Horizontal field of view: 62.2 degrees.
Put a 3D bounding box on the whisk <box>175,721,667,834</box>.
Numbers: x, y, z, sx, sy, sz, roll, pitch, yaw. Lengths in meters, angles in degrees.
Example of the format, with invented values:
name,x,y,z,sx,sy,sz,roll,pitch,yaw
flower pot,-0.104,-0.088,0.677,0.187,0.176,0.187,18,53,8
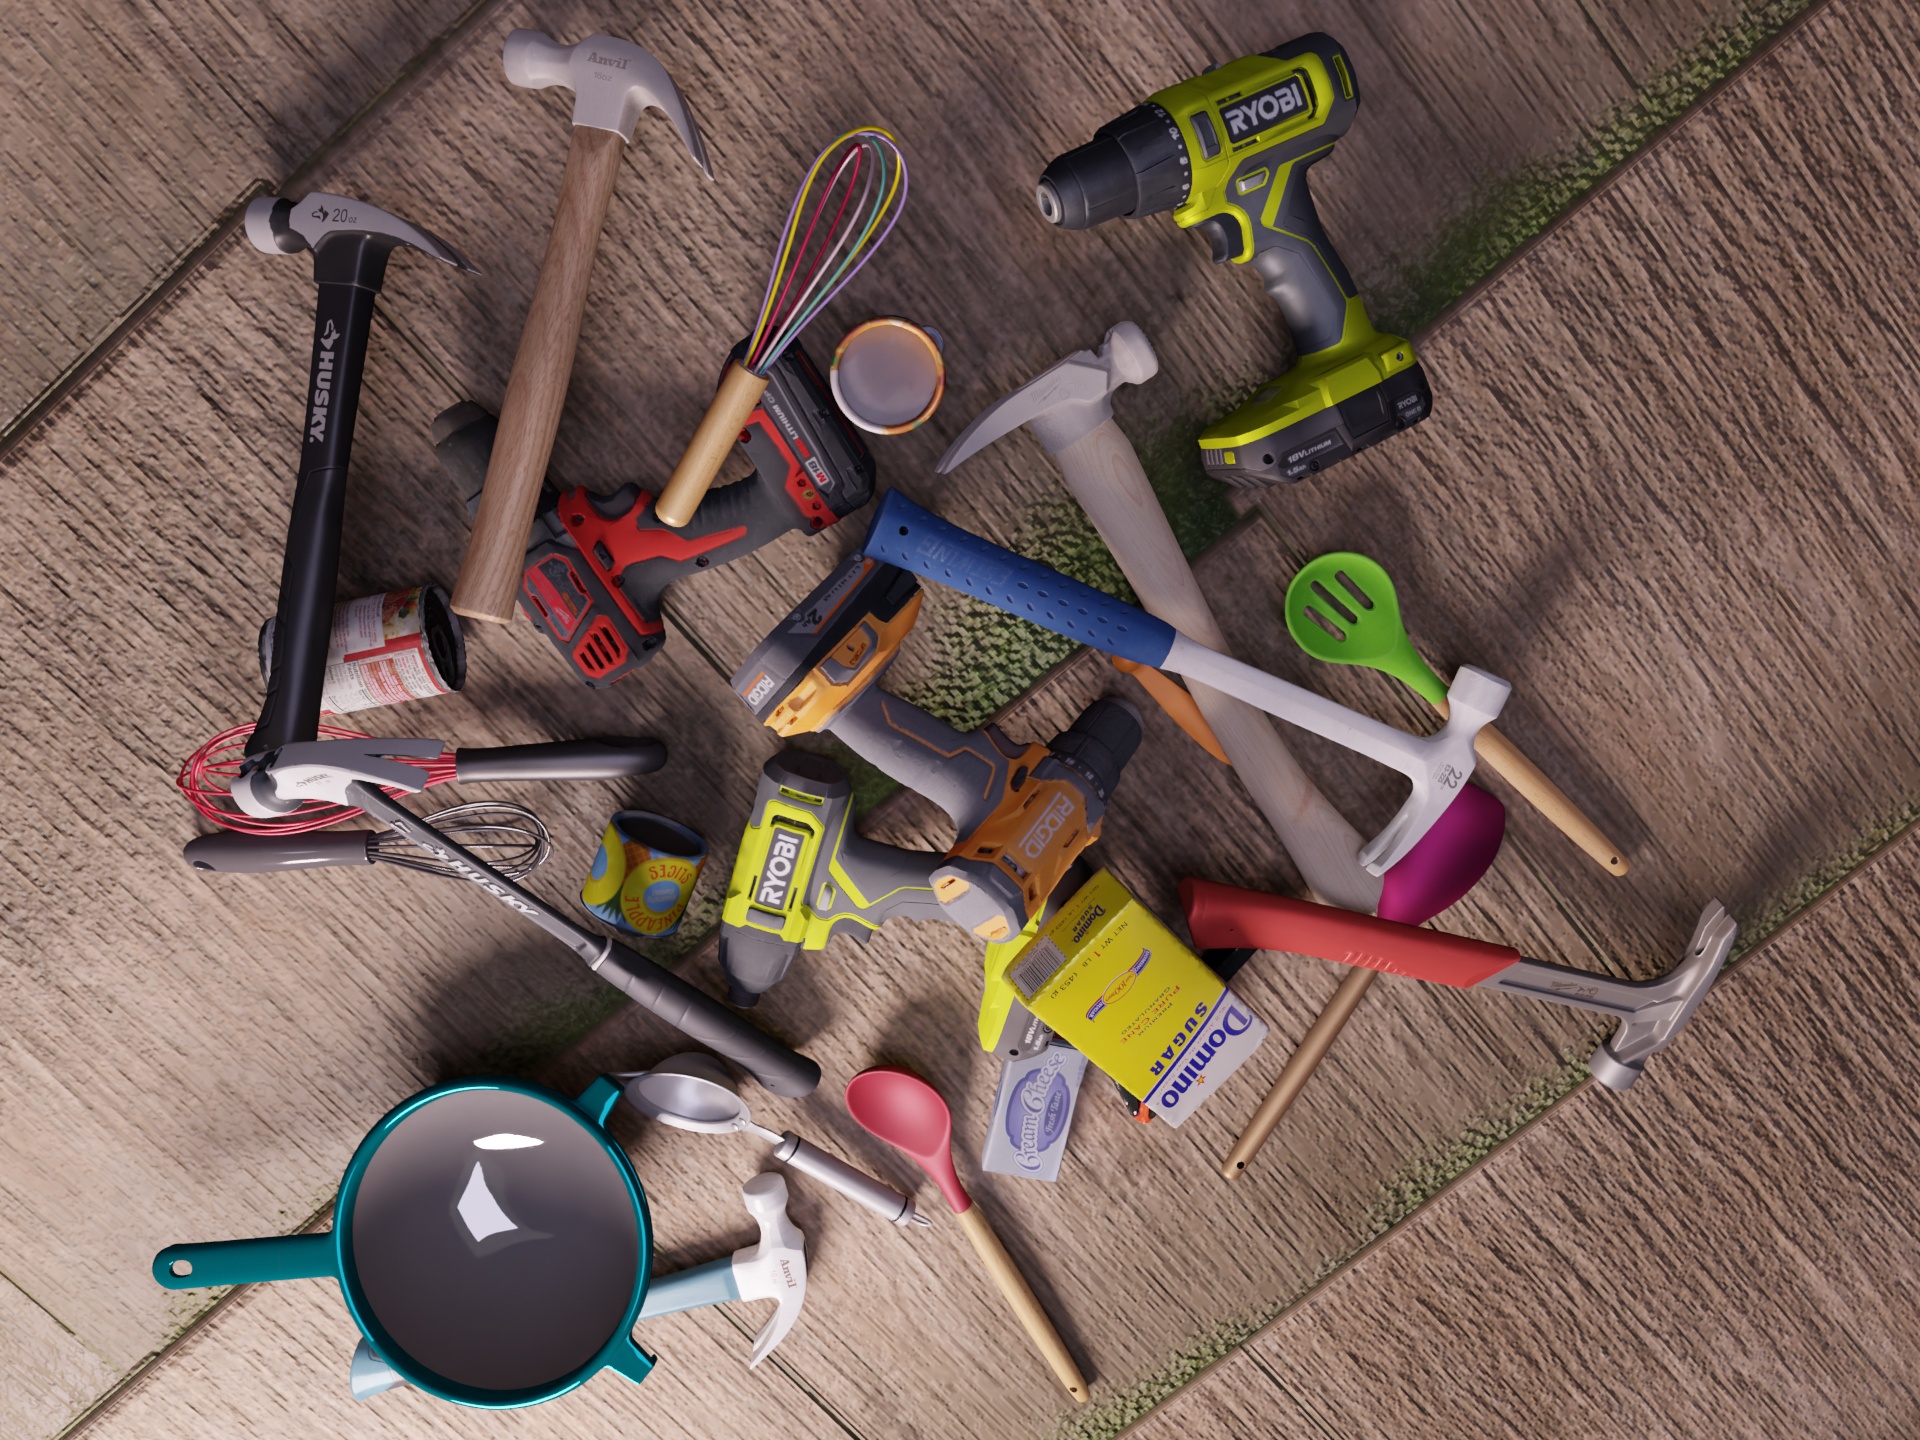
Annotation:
name,x,y,z,sx,sy,sz,roll,pitch,yaw
whisk,-0.332,0.030,0.991,0.296,0.073,0.073,-3,105,-7

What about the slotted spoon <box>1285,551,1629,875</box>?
name,x,y,z,sx,sy,sz,roll,pitch,yaw
slotted spoon,0.325,0.002,1.026,0.313,0.031,0.070,40,100,-13

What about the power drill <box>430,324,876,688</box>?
name,x,y,z,sx,sy,sz,roll,pitch,yaw
power drill,-0.183,-0.147,0.943,0.226,0.080,0.187,-31,103,9

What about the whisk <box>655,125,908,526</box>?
name,x,y,z,sx,sy,sz,roll,pitch,yaw
whisk,-0.105,-0.211,0.860,0.051,0.047,0.245,37,110,10

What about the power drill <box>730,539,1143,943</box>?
name,x,y,z,sx,sy,sz,roll,pitch,yaw
power drill,-0.002,-0.003,0.962,0.226,0.084,0.185,44,57,-4

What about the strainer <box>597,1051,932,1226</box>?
name,x,y,z,sx,sy,sz,roll,pitch,yaw
strainer,-0.124,0.281,1.072,0.258,0.050,0.087,34,138,-16

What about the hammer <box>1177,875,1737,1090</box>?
name,x,y,z,sx,sy,sz,roll,pitch,yaw
hammer,0.313,0.146,1.026,0.359,0.037,0.149,14,117,-12

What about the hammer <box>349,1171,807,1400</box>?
name,x,y,z,sx,sy,sz,roll,pitch,yaw
hammer,-0.265,0.413,1.105,0.331,0.033,0.128,-15,104,2

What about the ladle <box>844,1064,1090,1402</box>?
name,x,y,z,sx,sy,sz,roll,pitch,yaw
ladle,0.015,0.357,1.104,0.069,0.031,0.315,-22,108,26

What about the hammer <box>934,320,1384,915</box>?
name,x,y,z,sx,sy,sz,roll,pitch,yaw
hammer,0.145,-0.034,0.996,0.146,0.038,0.410,-33,105,-3

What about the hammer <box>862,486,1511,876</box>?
name,x,y,z,sx,sy,sz,roll,pitch,yaw
hammer,0.131,-0.034,0.956,0.405,0.035,0.144,22,99,-13

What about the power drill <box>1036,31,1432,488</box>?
name,x,y,z,sx,sy,sz,roll,pitch,yaw
power drill,0.161,-0.253,0.910,0.190,0.080,0.228,-27,104,-12

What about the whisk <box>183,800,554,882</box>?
name,x,y,z,sx,sy,sz,roll,pitch,yaw
whisk,-0.376,0.080,1.008,0.239,0.055,0.055,-2,105,3

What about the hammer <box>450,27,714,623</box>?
name,x,y,z,sx,sy,sz,roll,pitch,yaw
hammer,-0.227,-0.217,0.890,0.130,0.031,0.331,14,91,12

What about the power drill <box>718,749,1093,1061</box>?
name,x,y,z,sx,sy,sz,roll,pitch,yaw
power drill,-0.039,0.130,1.021,0.223,0.080,0.171,17,106,-3

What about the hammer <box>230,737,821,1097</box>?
name,x,y,z,sx,sy,sz,roll,pitch,yaw
hammer,-0.223,0.128,0.946,0.149,0.036,0.408,-11,139,38

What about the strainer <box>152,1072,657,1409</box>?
name,x,y,z,sx,sy,sz,roll,pitch,yaw
strainer,-0.354,0.337,1.053,0.340,0.095,0.211,-7,89,8

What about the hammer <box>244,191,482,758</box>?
name,x,y,z,sx,sy,sz,roll,pitch,yaw
hammer,-0.358,-0.127,0.901,0.146,0.035,0.335,10,93,21

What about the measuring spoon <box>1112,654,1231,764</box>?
name,x,y,z,sx,sy,sz,roll,pitch,yaw
measuring spoon,0.143,-0.008,1.022,0.117,0.011,0.021,41,99,-12

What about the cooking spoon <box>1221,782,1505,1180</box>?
name,x,y,z,sx,sy,sz,roll,pitch,yaw
cooking spoon,0.265,0.181,1.073,0.068,0.017,0.319,29,101,-10
